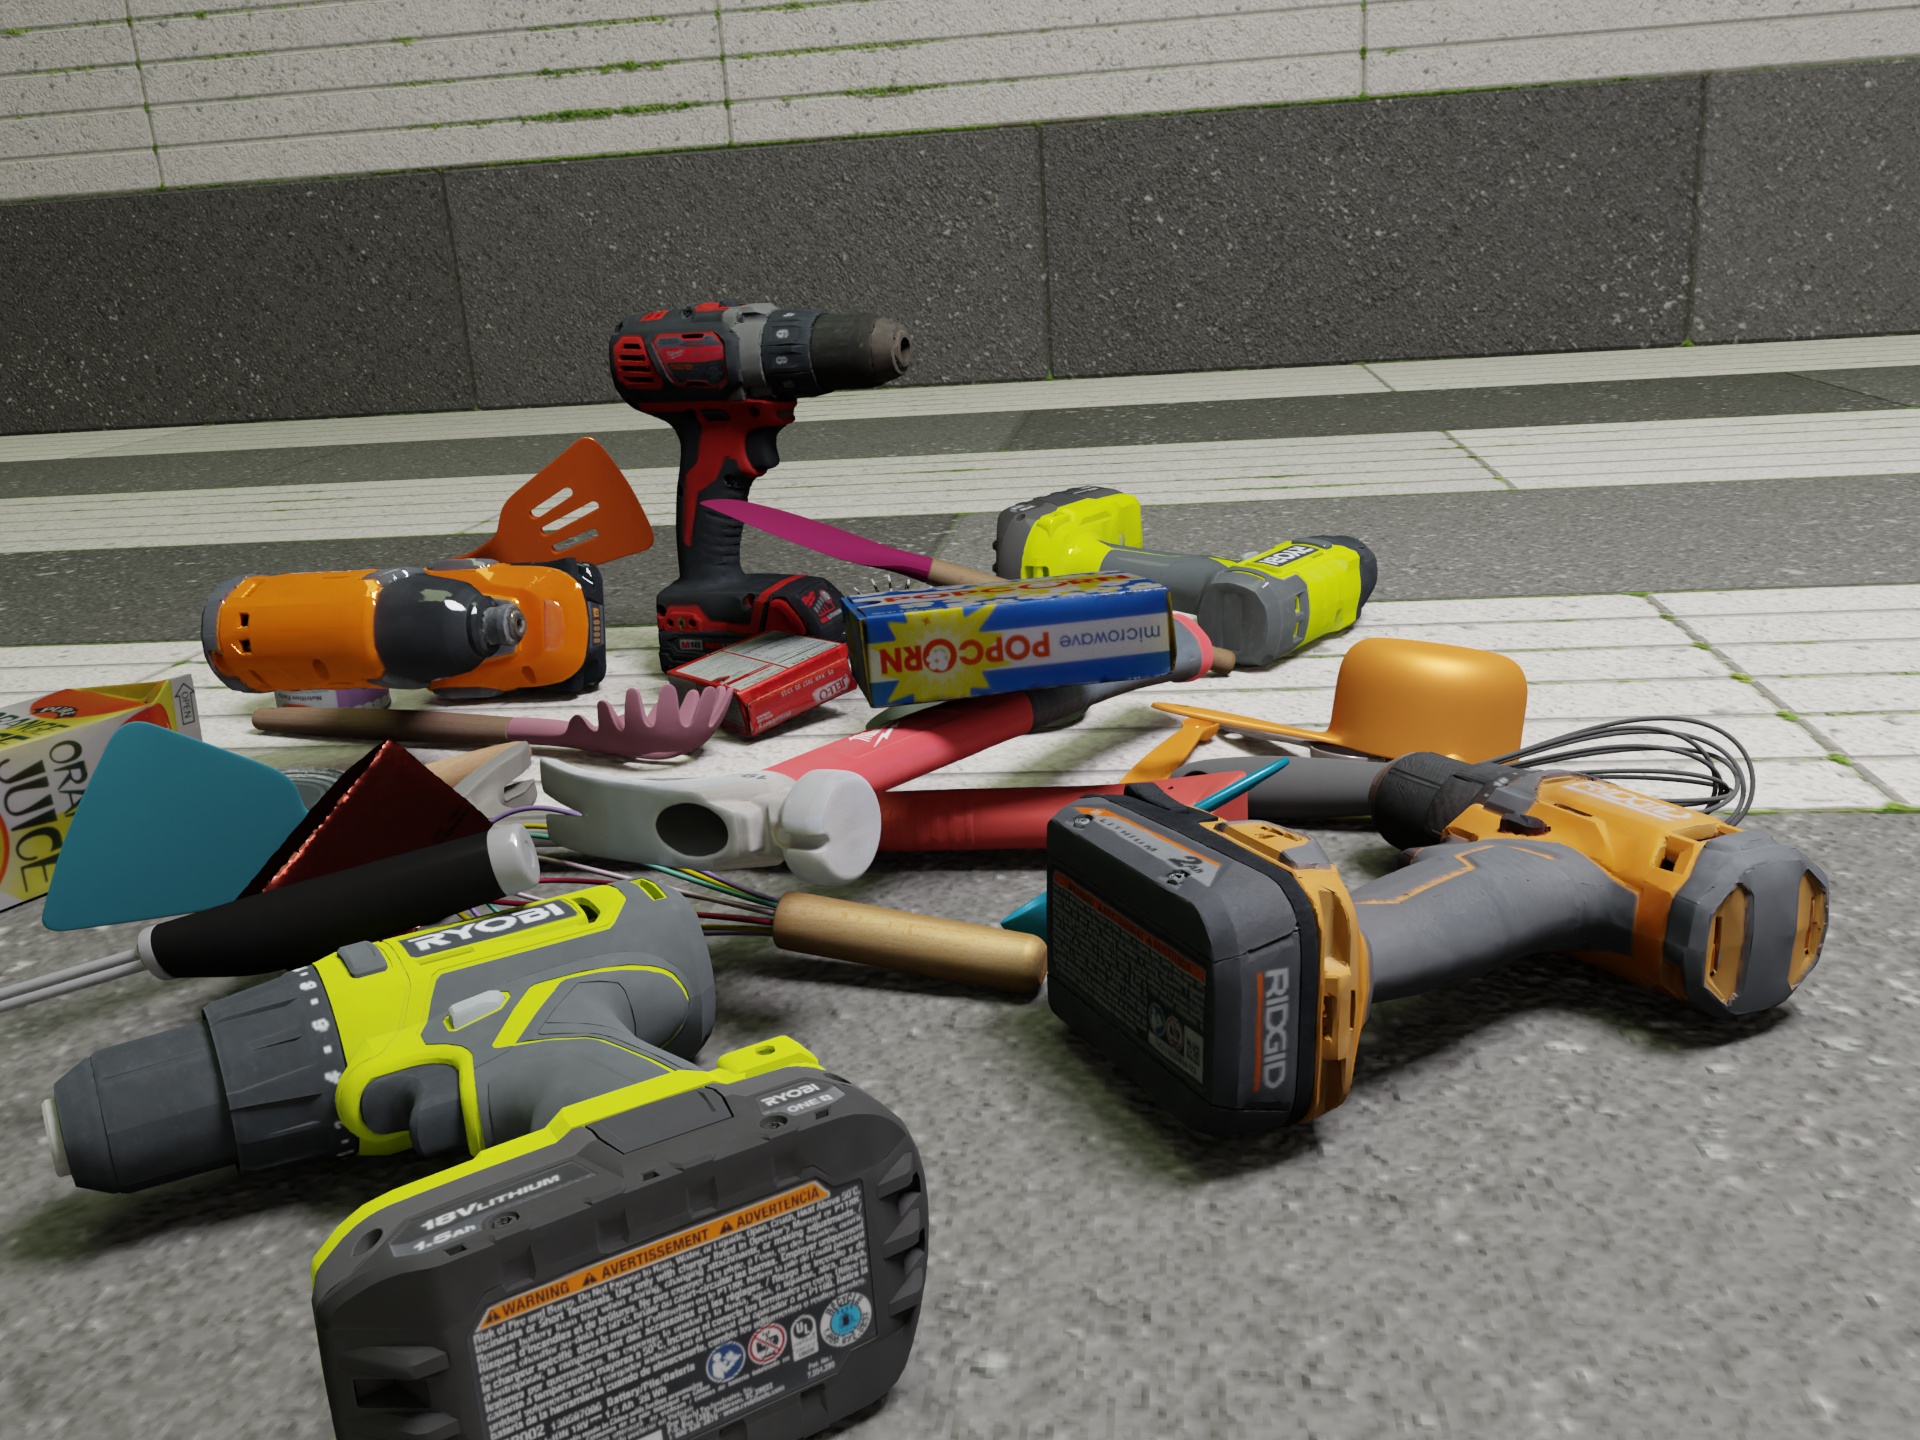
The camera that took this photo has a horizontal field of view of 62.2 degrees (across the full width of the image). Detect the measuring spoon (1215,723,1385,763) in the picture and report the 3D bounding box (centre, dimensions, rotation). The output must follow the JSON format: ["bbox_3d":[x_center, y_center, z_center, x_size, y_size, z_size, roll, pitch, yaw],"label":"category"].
[{"bbox_3d":[0.161,0.016,0.777,0.034,0.018,0.124,3,7,-24],"label":"measuring spoon"}]

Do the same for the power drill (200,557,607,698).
[{"bbox_3d":[-0.282,-0.052,0.892,0.164,0.084,0.226,-1,4,13],"label":"power drill"}]

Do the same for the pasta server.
[{"bbox_3d":[-0.269,-0.003,0.883,0.316,0.040,0.060,2,1,22],"label":"pasta server"}]

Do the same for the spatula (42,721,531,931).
[{"bbox_3d":[-0.263,0.029,0.696,0.044,0.082,0.317,26,9,4],"label":"spatula"}]

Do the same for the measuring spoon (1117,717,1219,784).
[{"bbox_3d":[0.100,0.022,0.775,0.021,0.011,0.117,5,23,28],"label":"measuring spoon"}]

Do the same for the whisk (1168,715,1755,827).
[{"bbox_3d":[0.205,0.026,0.677,0.239,0.055,0.055,-1,17,21],"label":"whisk"}]

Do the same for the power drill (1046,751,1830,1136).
[{"bbox_3d":[0.141,0.056,0.544,0.226,0.084,0.185,-7,15,-22],"label":"power drill"}]

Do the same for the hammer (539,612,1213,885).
[{"bbox_3d":[-0.001,-0.002,0.702,0.143,0.038,0.386,3,13,33],"label":"hammer"}]

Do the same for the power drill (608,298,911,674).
[{"bbox_3d":[-0.113,-0.141,0.970,0.188,0.226,0.080,3,19,21],"label":"power drill"}]

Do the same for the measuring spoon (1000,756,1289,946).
[{"bbox_3d":[0.075,0.052,0.600,0.128,0.021,0.042,-29,-3,-10],"label":"measuring spoon"}]

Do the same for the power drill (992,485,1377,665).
[{"bbox_3d":[0.148,-0.097,1.036,0.223,0.080,0.171,15,26,37],"label":"power drill"}]

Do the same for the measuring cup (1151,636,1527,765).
[{"bbox_3d":[0.178,-0.016,0.742,0.173,0.052,0.095,8,8,-3],"label":"measuring cup"}]

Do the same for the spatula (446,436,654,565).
[{"bbox_3d":[-0.350,-0.094,1.051,0.322,0.081,0.041,-17,27,26],"label":"spatula"}]

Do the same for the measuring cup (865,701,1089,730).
[{"bbox_3d":[0.009,-0.007,0.837,0.083,0.038,0.167,10,24,38],"label":"measuring cup"}]

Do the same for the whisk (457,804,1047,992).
[{"bbox_3d":[-0.087,0.075,0.595,0.245,0.051,0.047,8,18,18],"label":"whisk"}]

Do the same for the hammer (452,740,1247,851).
[{"bbox_3d":[-0.056,0.041,0.699,0.359,0.036,0.149,-2,18,8],"label":"hammer"}]

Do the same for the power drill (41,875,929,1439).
[{"bbox_3d":[-0.131,0.113,0.424,0.190,0.080,0.229,-13,17,-30],"label":"power drill"}]

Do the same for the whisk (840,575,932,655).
[{"bbox_3d":[-0.034,-0.044,0.849,0.070,0.070,0.284,-5,5,-3],"label":"whisk"}]

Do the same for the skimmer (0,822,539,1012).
[{"bbox_3d":[-0.321,0.063,0.513,0.363,0.090,0.127,-15,-14,-2],"label":"skimmer"}]

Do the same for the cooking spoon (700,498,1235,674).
[{"bbox_3d":[0.007,-0.078,0.908,0.319,0.017,0.069,17,9,-6],"label":"cooking spoon"}]
